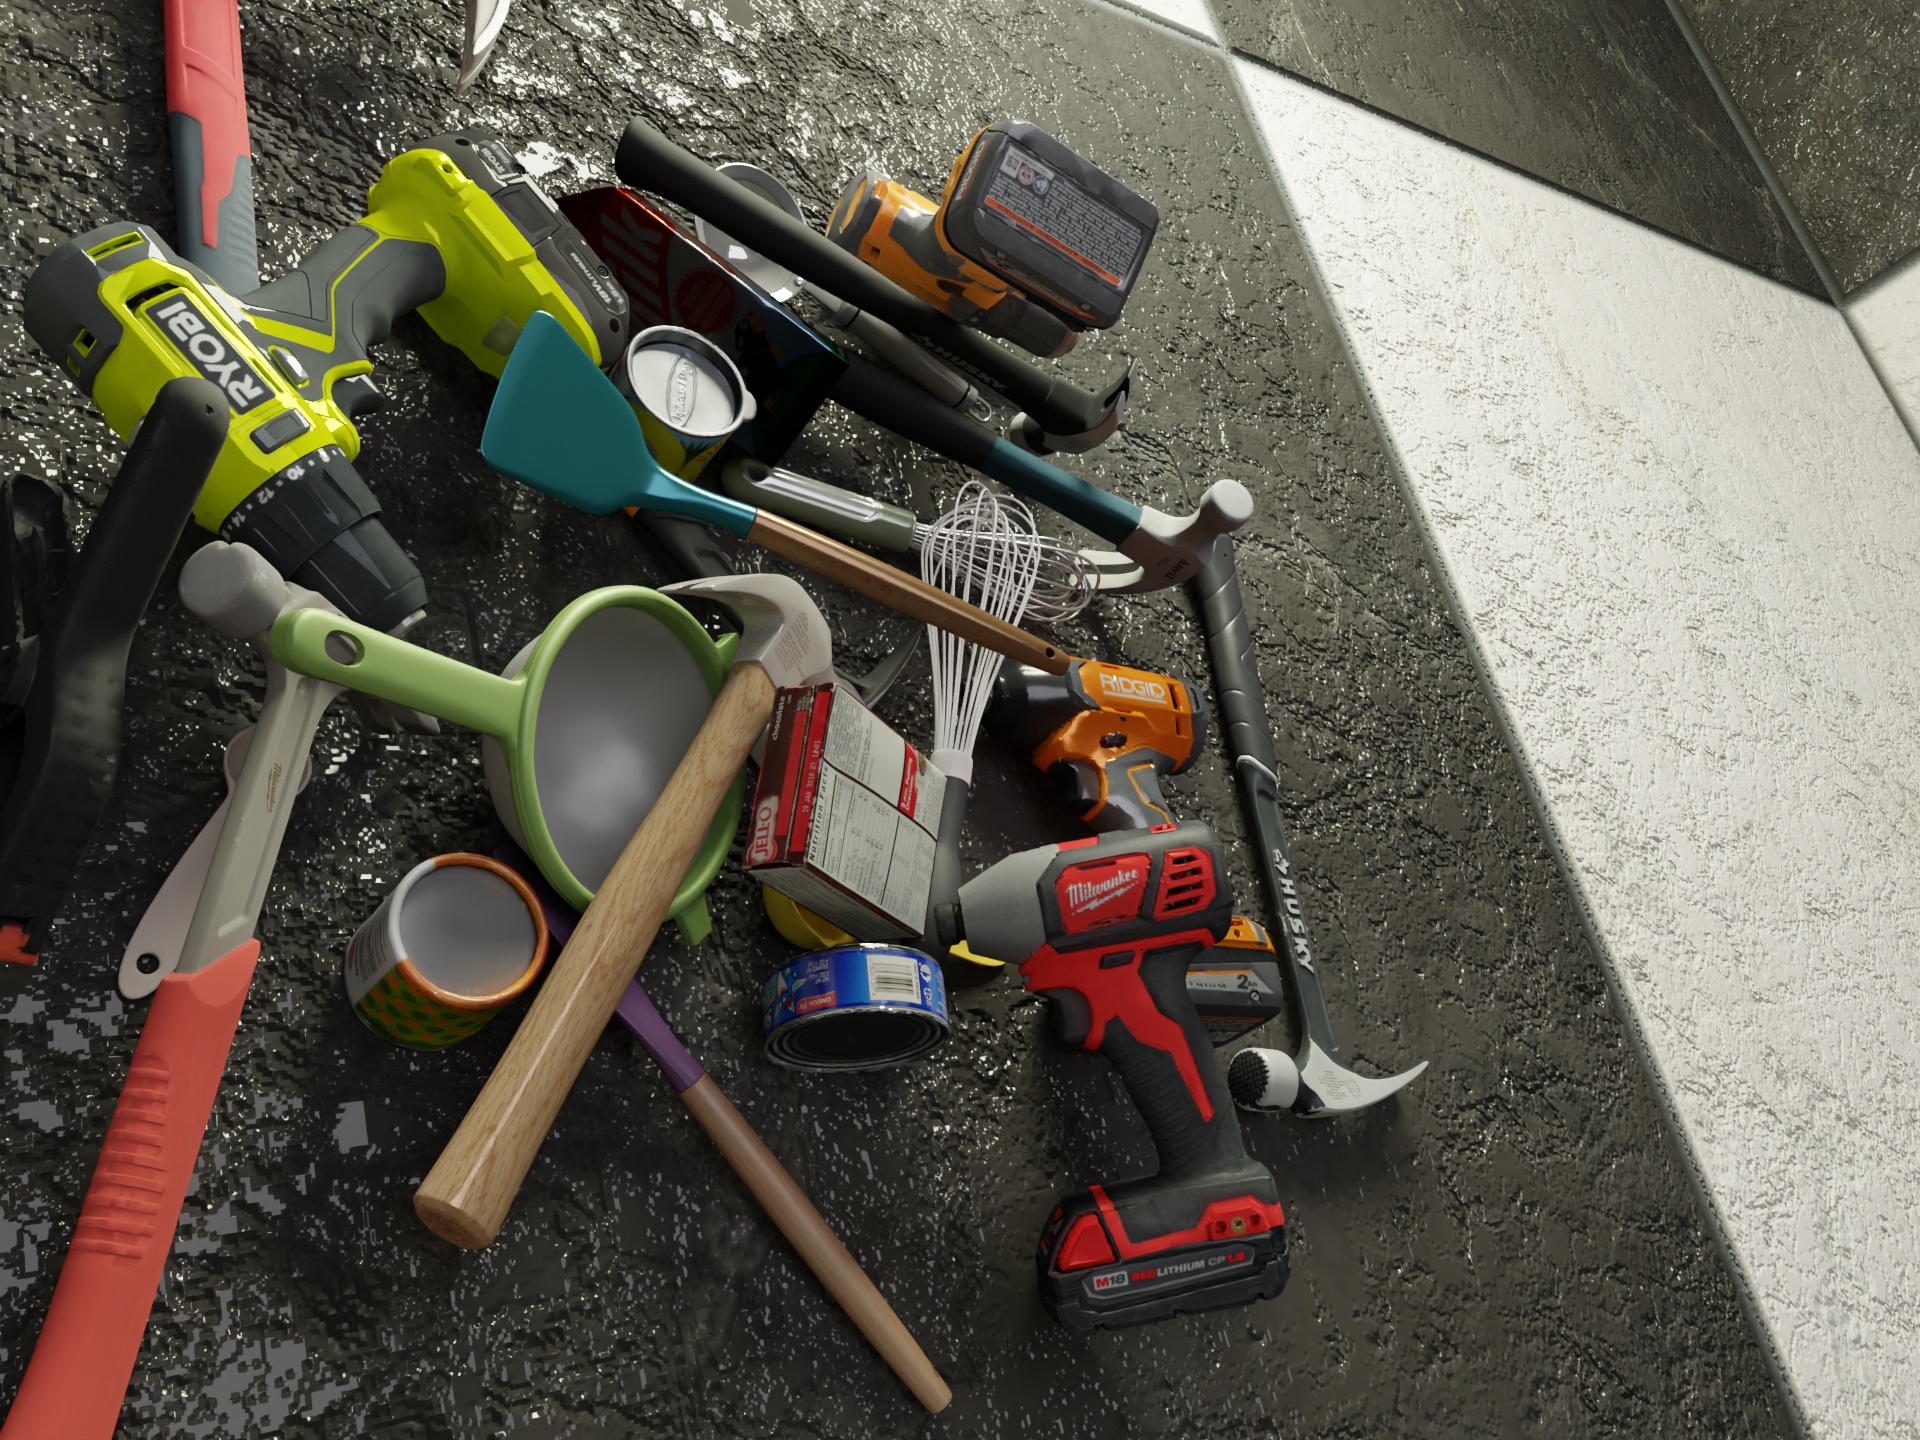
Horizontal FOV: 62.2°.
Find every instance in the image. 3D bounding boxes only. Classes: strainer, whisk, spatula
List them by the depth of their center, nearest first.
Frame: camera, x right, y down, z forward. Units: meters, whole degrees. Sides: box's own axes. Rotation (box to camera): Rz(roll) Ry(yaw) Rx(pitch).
[{"bbox_3d":[-0.193,0.004,0.670,0.256,0.069,0.151,27,64,-56],"label":"strainer"},{"bbox_3d":[-0.103,0.179,0.700,0.316,0.018,0.060,53,-1,-4],"label":"spatula"},{"bbox_3d":[-0.075,-0.088,0.771,0.317,0.044,0.082,23,65,-22],"label":"spatula"},{"bbox_3d":[-0.001,-0.002,0.841,0.070,0.070,0.285,22,61,-27],"label":"whisk"},{"bbox_3d":[-0.025,-0.109,0.934,0.246,0.059,0.058,15,53,-26],"label":"whisk"},{"bbox_3d":[-0.079,-0.258,0.990,0.258,0.050,0.087,32,64,-27],"label":"strainer"}]

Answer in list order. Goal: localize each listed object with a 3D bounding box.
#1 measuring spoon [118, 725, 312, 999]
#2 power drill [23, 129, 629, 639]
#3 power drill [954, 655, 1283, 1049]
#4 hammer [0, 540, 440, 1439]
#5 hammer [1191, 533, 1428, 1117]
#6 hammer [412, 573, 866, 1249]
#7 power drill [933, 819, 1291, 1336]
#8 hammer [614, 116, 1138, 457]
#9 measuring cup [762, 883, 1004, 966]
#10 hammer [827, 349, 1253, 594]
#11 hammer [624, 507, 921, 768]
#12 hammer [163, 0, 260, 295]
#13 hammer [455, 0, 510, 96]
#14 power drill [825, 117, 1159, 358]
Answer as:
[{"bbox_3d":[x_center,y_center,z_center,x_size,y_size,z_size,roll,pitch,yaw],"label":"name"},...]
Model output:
[{"bbox_3d":[-0.300,0.056,0.634,0.034,0.018,0.124,33,54,-21],"label":"measuring spoon"},{"bbox_3d":[-0.255,-0.153,0.705,0.190,0.080,0.228,50,45,-10],"label":"power drill"},{"bbox_3d":[0.082,0.065,0.890,0.164,0.084,0.227,9,55,-32],"label":"power drill"},{"bbox_3d":[-0.273,0.124,0.566,0.037,0.149,0.359,1,64,11],"label":"hammer"},{"bbox_3d":[0.200,0.052,1.022,0.149,0.036,0.409,14,56,-34],"label":"hammer"},{"bbox_3d":[-0.131,0.062,0.669,0.129,0.031,0.331,62,38,-37],"label":"hammer"},{"bbox_3d":[0.071,0.165,0.756,0.143,0.078,0.220,-9,83,-3],"label":"power drill"},{"bbox_3d":[-0.046,-0.248,0.926,0.334,0.146,0.035,26,80,-24],"label":"hammer"},{"bbox_3d":[-0.037,0.102,0.813,0.156,0.029,0.062,27,53,-39],"label":"measuring cup"},{"bbox_3d":[0.004,-0.169,0.960,0.331,0.128,0.033,26,57,-12],"label":"hammer"},{"bbox_3d":[-0.164,-0.127,0.841,0.337,0.034,0.127,49,45,-3],"label":"hammer"},{"bbox_3d":[-0.377,-0.282,0.764,0.143,0.038,0.387,3,62,-36],"label":"hammer"},{"bbox_3d":[-0.424,-0.439,0.777,0.410,0.038,0.146,13,58,-29],"label":"hammer"},{"bbox_3d":[0.033,-0.283,0.986,0.185,0.226,0.084,24,88,-26],"label":"power drill"}]
